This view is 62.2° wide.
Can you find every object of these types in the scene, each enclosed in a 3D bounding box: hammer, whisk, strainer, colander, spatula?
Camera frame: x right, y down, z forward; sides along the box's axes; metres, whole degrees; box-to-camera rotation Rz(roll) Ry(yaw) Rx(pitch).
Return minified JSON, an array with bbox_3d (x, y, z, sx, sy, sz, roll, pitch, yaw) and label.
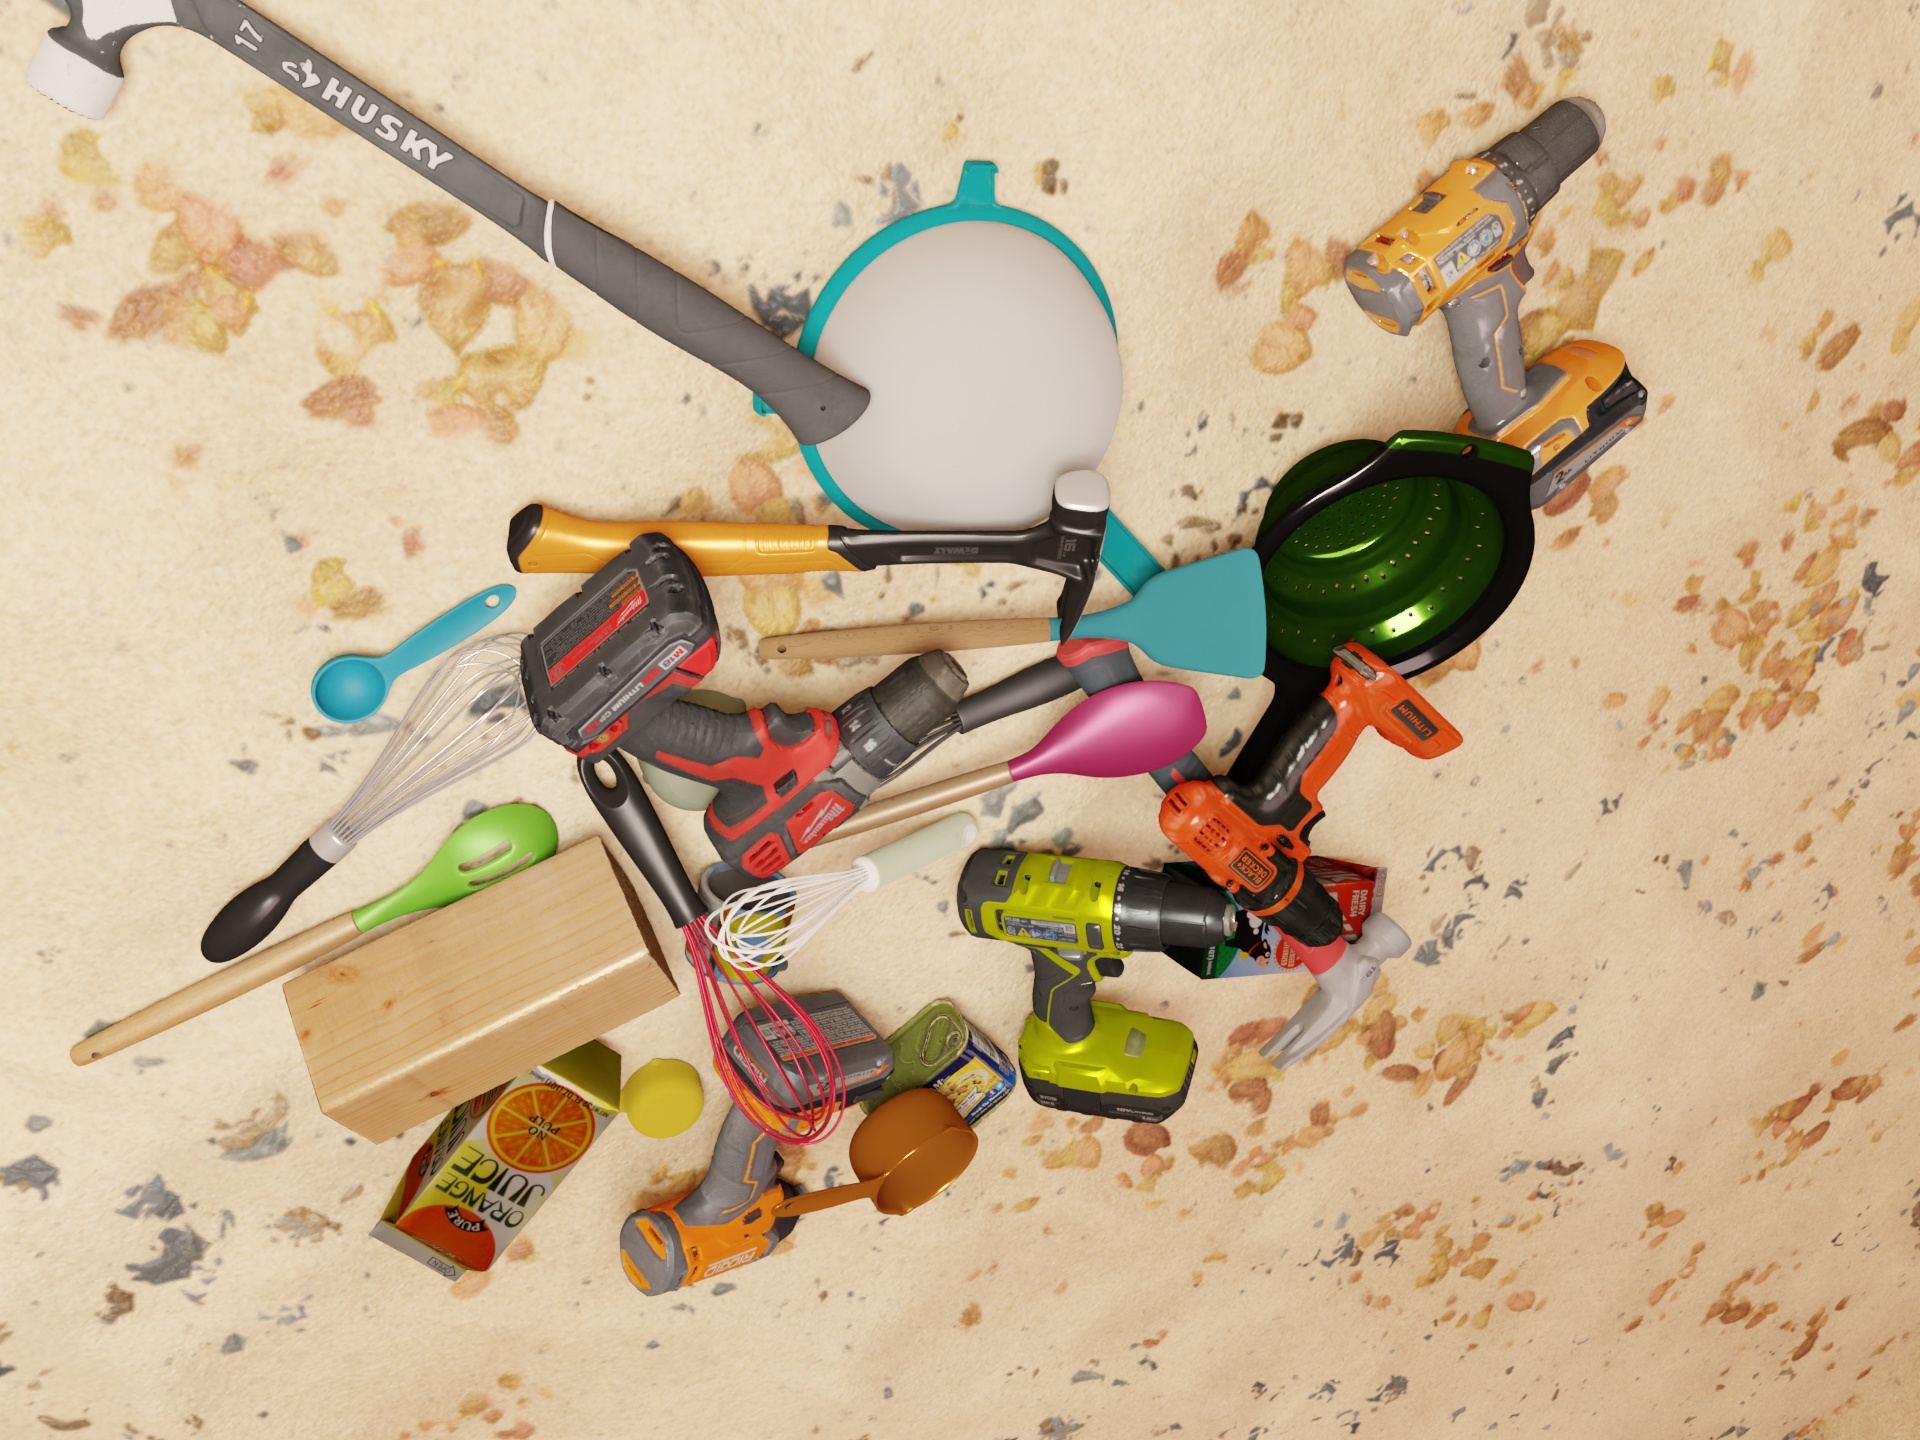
[{"bbox_3d":[0.177,0.089,1.128,0.143,0.038,0.386,-44,116,-6],"label":"hammer"},{"bbox_3d":[-0.160,0.142,1.002,0.073,0.073,0.296,-30,97,-6],"label":"whisk"},{"bbox_3d":[-0.069,0.103,1.038,0.246,0.059,0.057,-21,126,-49],"label":"whisk"},{"bbox_3d":[0.053,-0.151,0.965,0.211,0.095,0.340,-45,125,6],"label":"strainer"},{"bbox_3d":[-0.087,-0.095,0.917,0.337,0.034,0.127,0,146,-5],"label":"hammer"},{"bbox_3d":[-0.217,-0.257,0.783,0.408,0.036,0.149,29,102,-26],"label":"hammer"},{"bbox_3d":[-0.346,0.049,0.933,0.284,0.070,0.070,-40,127,9],"label":"whisk"},{"bbox_3d":[0.244,-0.064,1.120,0.204,0.095,0.396,5,134,-19],"label":"colander"},{"bbox_3d":[0.032,-0.057,1.003,0.317,0.044,0.082,-5,97,-5],"label":"spatula"},{"bbox_3d":[-0.002,-0.005,1.062,0.239,0.055,0.055,-22,126,-17],"label":"whisk"}]

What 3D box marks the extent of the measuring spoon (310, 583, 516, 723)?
[{"bbox_3d":[-0.314,-0.045,0.914,0.128,0.021,0.042,-34,132,-14],"label":"measuring spoon"}]

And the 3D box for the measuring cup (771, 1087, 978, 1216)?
[{"bbox_3d":[-0.069,0.308,1.117,0.173,0.052,0.095,-2,129,-40],"label":"measuring cup"}]

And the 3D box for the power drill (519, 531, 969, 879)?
[{"bbox_3d":[-0.117,-0.012,0.919,0.188,0.080,0.226,-39,136,11],"label":"power drill"}]

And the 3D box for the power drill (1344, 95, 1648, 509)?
[{"bbox_3d":[0.374,-0.275,1.050,0.185,0.084,0.226,-41,122,1],"label":"power drill"}]

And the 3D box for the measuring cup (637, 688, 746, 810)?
[{"bbox_3d":[-0.187,-0.005,0.977,0.083,0.038,0.167,-39,129,1],"label":"measuring cup"}]

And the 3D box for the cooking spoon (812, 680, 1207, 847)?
[{"bbox_3d":[0.009,0.042,1.058,0.319,0.017,0.068,-18,115,5],"label":"cooking spoon"}]

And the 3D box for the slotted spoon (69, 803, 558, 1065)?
[{"bbox_3d":[-0.394,0.137,0.978,0.314,0.031,0.070,-26,131,-7],"label":"slotted spoon"}]

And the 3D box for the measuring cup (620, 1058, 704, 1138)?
[{"bbox_3d":[-0.257,0.286,1.125,0.156,0.029,0.062,-15,124,-18],"label":"measuring cup"}]

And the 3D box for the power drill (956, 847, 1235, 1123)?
[{"bbox_3d":[0.109,0.190,1.158,0.190,0.080,0.228,4,131,21],"label":"power drill"}]

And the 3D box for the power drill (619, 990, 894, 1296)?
[{"bbox_3d":[-0.138,0.308,1.154,0.164,0.084,0.226,-1,125,-52],"label":"power drill"}]
